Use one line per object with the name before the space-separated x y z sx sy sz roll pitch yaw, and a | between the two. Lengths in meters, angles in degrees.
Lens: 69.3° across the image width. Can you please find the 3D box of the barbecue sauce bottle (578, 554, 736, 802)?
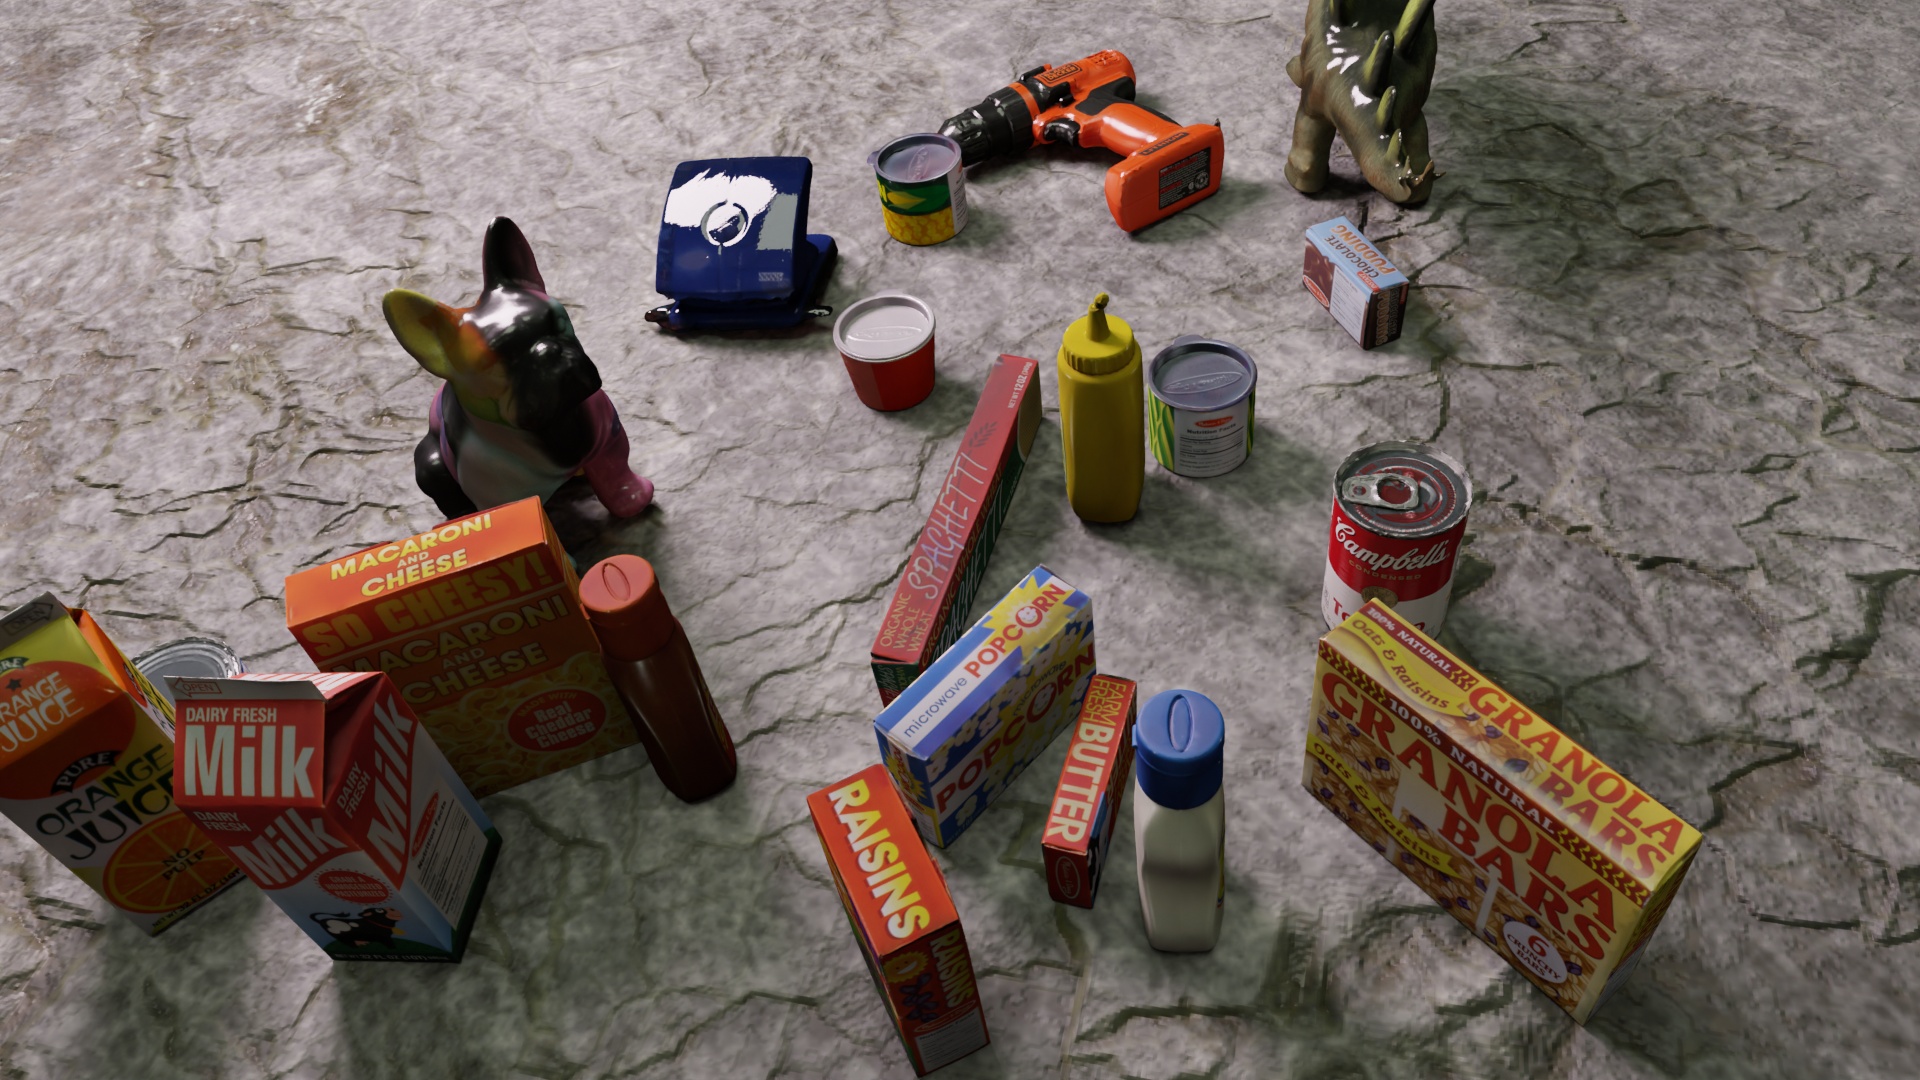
barbecue sauce bottle | -0.153 0.069 0.703 0.044 0.147 0.065 -26 49 -14

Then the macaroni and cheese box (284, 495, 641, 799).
macaroni and cheese box | -0.247 0.063 0.711 0.124 0.165 0.040 -19 48 -9

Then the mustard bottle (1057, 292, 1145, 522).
mustard bottle | 0.081 -0.081 0.797 0.049 0.159 0.066 0 48 9

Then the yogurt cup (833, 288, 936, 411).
yogurt cup | -0.047 -0.124 0.928 0.072 0.053 0.073 -4 47 5

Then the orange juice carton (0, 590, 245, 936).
orange juice carton | -0.424 0.106 0.681 0.072 0.191 0.073 -35 52 -22

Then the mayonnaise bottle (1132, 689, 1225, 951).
mayonnaise bottle | 0.098 0.123 0.615 0.041 0.147 0.065 0 48 9

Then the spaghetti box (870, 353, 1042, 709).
spaghetti box | 0.003 -0.010 0.819 0.029 0.050 0.251 8 50 16

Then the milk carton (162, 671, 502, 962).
milk carton | -0.291 0.121 0.648 0.072 0.189 0.074 -1 48 8

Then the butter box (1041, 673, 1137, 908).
butter box | 0.065 0.122 0.686 0.024 0.052 0.104 9 50 17

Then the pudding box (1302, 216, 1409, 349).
pudding box | 0.263 -0.173 0.930 0.030 0.049 0.084 -20 48 -9

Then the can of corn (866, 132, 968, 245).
can of corn | -0.032 -0.266 1.054 0.071 0.058 0.071 -4 47 5

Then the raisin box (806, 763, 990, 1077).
raisin box | -0.026 0.168 0.610 0.040 0.122 0.086 -22 48 -11

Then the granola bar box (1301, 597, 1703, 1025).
granola bar box | 0.230 0.118 0.616 0.039 0.123 0.166 -33 51 -20

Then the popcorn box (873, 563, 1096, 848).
popcorn box | 0.016 0.084 0.706 0.038 0.084 0.127 31 59 31

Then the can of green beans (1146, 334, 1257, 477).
can of green beans | 0.149 -0.081 0.857 0.071 0.057 0.071 -4 47 5
